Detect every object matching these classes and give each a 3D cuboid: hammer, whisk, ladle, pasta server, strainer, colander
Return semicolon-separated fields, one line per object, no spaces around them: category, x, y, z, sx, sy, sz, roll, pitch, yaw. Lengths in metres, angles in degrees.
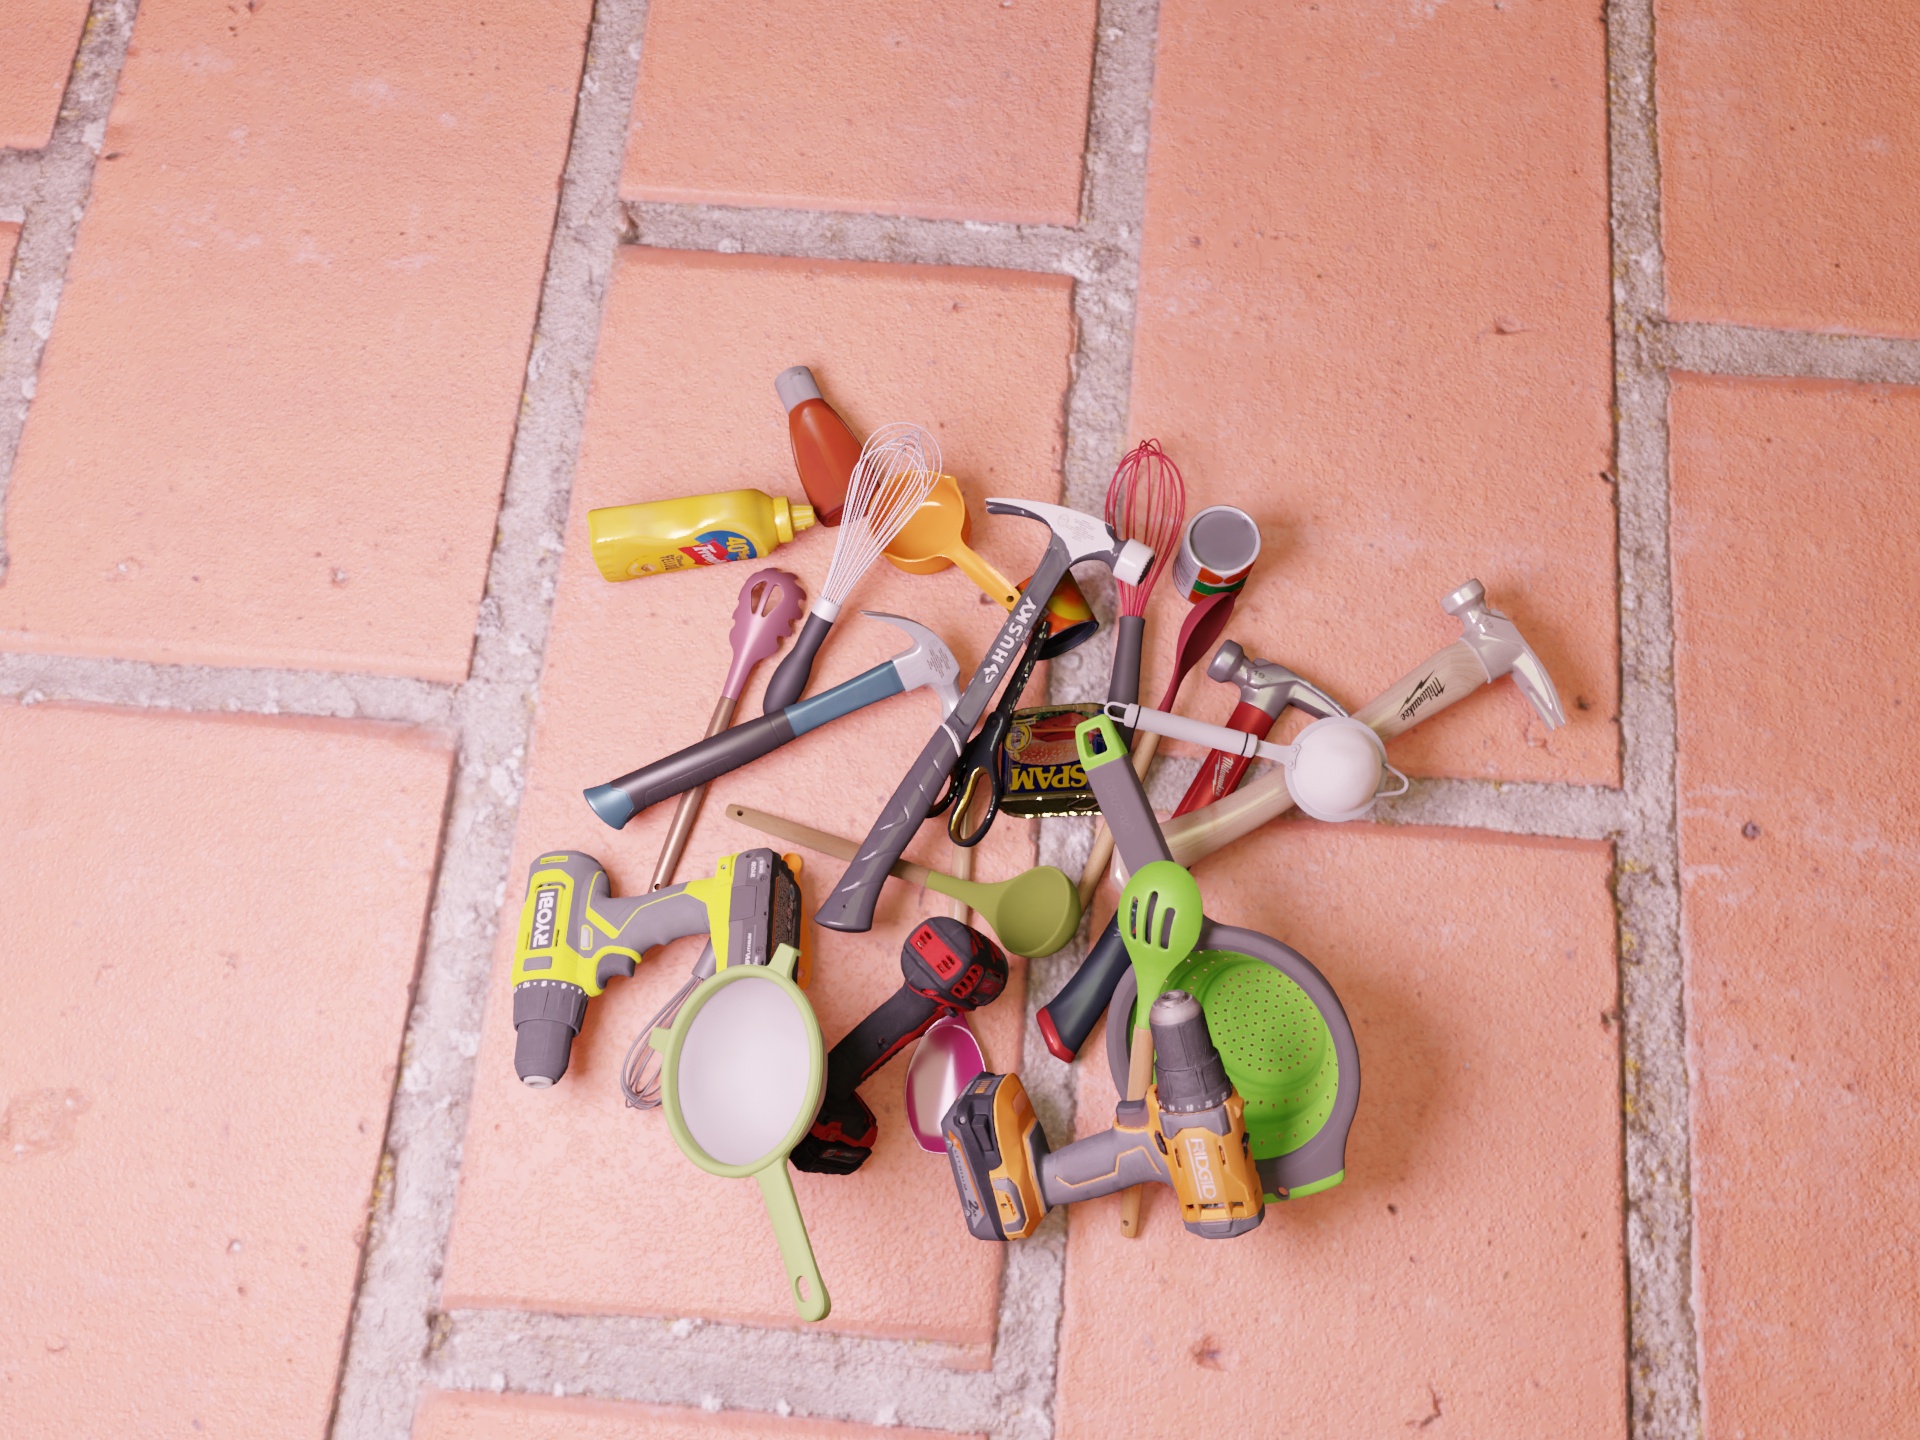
hammer;-0.156;0.009;1.342;0.331;0.033;0.128;-24;106;-8
whisk;-0.099;-0.124;1.365;0.070;0.070;0.284;29;99;8
ladle;0.160;0.028;1.364;0.031;0.069;0.315;21;81;23
hammer;-0.002;-0.004;1.311;0.149;0.036;0.409;29;80;11
hammer;0.309;0.041;1.329;0.410;0.038;0.146;-31;80;-9
pasta server;-0.209;0.008;1.380;0.060;0.040;0.316;18;79;5
hammer;0.192;0.123;1.340;0.143;0.038;0.386;31;76;7
ladle;-0.053;0.120;1.318;0.320;0.062;0.078;18;74;13
strainer;-0.125;0.300;1.136;0.151;0.069;0.257;-35;60;22
whisk;0.153;-0.107;1.397;0.073;0.073;0.296;7;79;2
whisk;-0.212;0.212;1.312;0.055;0.055;0.239;25;72;7
colander;0.194;0.176;1.256;0.204;0.094;0.397;-24;87;31
strainer;0.242;0.024;1.292;0.258;0.050;0.087;14;92;3

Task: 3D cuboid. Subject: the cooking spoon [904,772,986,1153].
cooking spoon;-0.004;0.197;1.329;0.069;0.017;0.319;1;74;9

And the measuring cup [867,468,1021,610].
measuring cup;-0.005;-0.145;1.398;0.174;0.052;0.095;43;86;18

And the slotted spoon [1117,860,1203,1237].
slotted spoon;0.143;0.261;1.232;0.070;0.031;0.313;13;108;33

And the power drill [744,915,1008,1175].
power drill;-0.052;0.250;1.246;0.219;0.143;0.079;-46;65;1

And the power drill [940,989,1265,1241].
power drill;0.104;0.302;1.203;0.226;0.084;0.185;-10;100;21

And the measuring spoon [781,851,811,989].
measuring spoon;-0.140;0.169;1.341;0.021;0.011;0.117;2;74;-33

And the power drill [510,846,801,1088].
power drill;-0.249;0.191;1.265;0.228;0.080;0.191;-7;58;12
